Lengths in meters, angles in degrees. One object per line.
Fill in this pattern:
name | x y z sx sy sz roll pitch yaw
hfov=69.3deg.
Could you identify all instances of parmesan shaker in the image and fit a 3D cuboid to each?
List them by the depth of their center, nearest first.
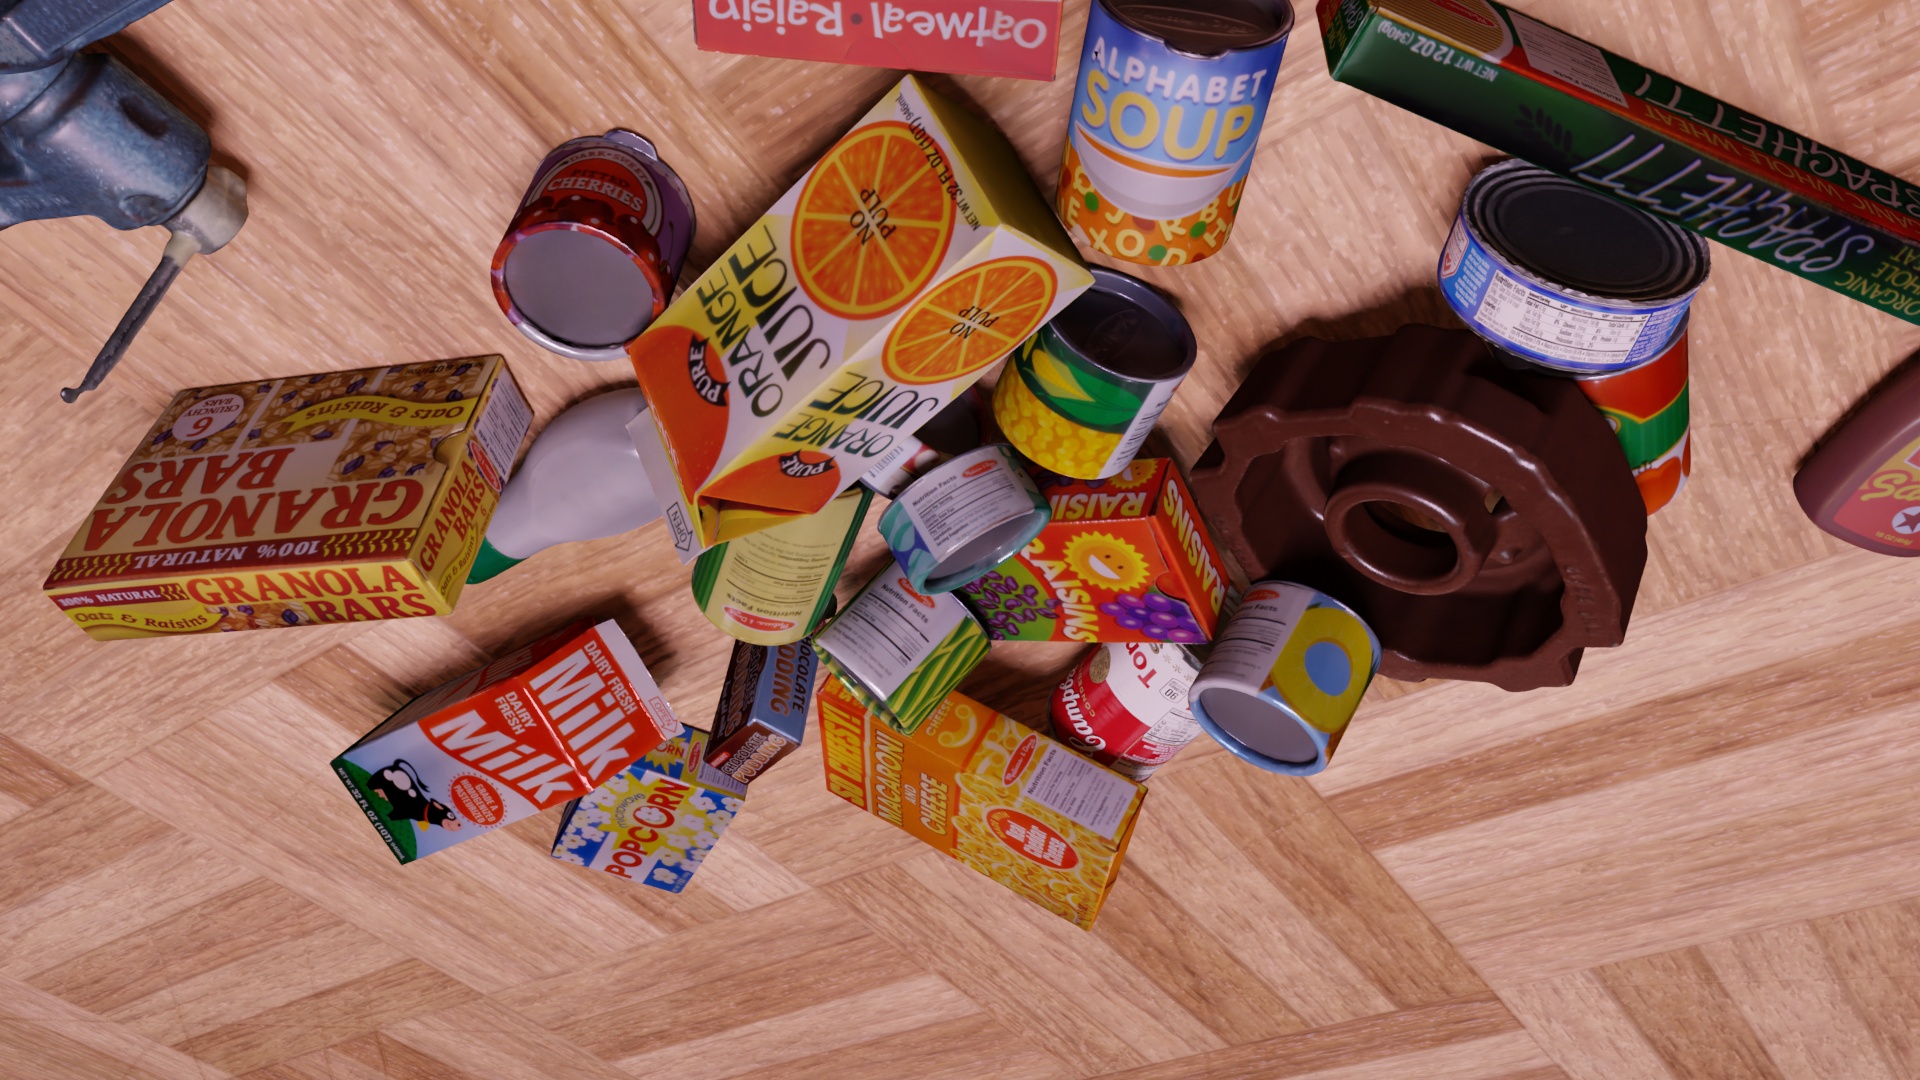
parmesan shaker | -0.076 -0.009 0.631 0.071 0.072 0.102 17 134 -11

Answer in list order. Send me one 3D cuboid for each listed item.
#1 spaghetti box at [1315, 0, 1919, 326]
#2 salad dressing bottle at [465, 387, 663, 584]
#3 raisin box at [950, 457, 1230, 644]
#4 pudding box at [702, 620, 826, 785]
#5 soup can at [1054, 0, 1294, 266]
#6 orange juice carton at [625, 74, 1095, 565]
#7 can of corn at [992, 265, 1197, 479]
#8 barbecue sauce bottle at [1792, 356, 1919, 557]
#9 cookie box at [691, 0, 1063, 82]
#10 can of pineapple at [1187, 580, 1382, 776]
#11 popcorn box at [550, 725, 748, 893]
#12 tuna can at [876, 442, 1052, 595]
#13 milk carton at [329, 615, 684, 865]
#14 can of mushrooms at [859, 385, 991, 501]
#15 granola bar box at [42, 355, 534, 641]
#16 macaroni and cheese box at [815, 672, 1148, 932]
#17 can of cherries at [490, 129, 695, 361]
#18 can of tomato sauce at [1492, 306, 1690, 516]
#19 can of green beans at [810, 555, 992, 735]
spaghetti box | 0.239 -0.137 0.479 0.250 0.050 0.028 18 136 -12
salad dressing bottle | -0.186 -0.021 0.646 0.147 0.044 0.064 -24 134 28
raisin box | 0.049 0.007 0.629 0.123 0.040 0.085 -2 137 32
pudding box | -0.098 0.075 0.705 0.030 0.084 0.049 33 130 -24
soup can | 0.070 -0.144 0.473 0.071 0.072 0.083 7 136 -1
orange juice carton | -0.053 -0.072 0.518 0.192 0.072 0.073 -38 157 23
can of corn | 0.050 -0.068 0.558 0.071 0.071 0.058 17 135 -11
barbecue sauce bottle | 0.406 -0.058 0.548 0.065 0.044 0.147 15 134 -8
cookie box | -0.024 -0.228 0.420 0.123 0.040 0.166 5 136 1
can of pineapple | 0.141 0.061 0.599 0.071 0.058 0.070 28 153 16
popcorn box | -0.185 0.158 0.830 0.085 0.038 0.126 22 133 -15
tuna can | 0.002 -0.007 0.570 0.071 0.033 0.071 -29 165 -9
milk carton | -0.233 0.101 0.738 0.190 0.074 0.072 -24 103 26
can of mushrooms | -0.020 -0.051 0.584 0.071 0.071 0.033 30 130 -23
granola bar box | -0.283 -0.020 0.598 0.165 0.125 0.039 -5 136 10
macaroni and cheese box | 0.008 0.130 0.726 0.166 0.040 0.123 26 149 14
can of cherries | -0.141 -0.114 0.535 0.071 0.059 0.071 3 136 3
can of tomato sauce | 0.250 -0.055 0.548 0.071 0.071 0.082 -12 133 18
can of green beans | -0.028 0.050 0.659 0.071 0.058 0.071 40 164 14
